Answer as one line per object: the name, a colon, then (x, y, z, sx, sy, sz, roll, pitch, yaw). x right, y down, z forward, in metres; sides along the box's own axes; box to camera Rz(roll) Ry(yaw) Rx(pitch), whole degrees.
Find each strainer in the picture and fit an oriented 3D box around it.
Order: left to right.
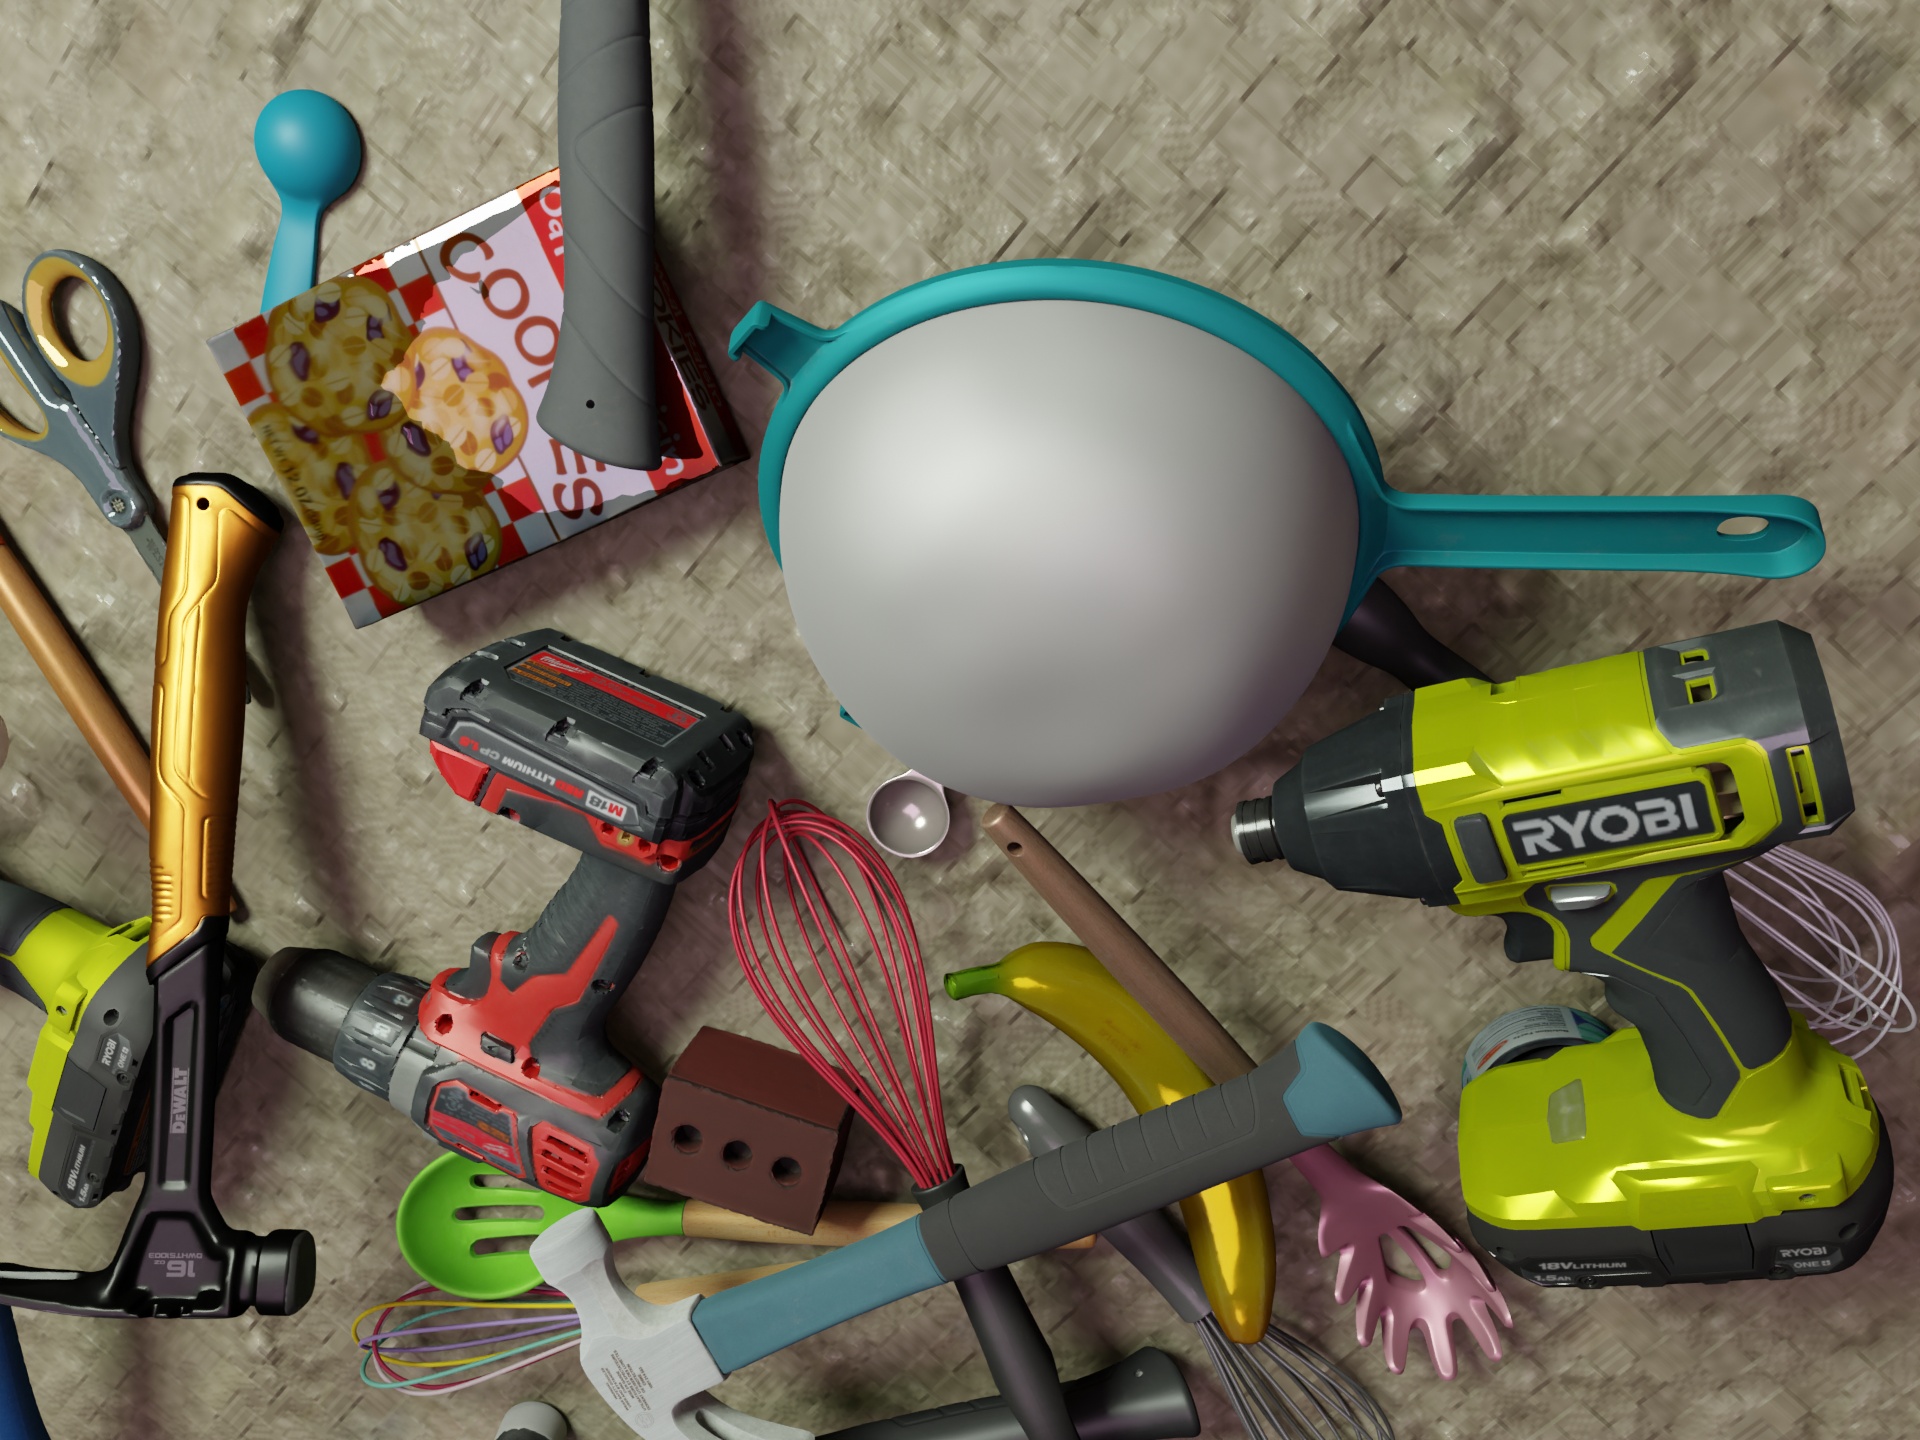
strainer: (0.093, -0.033, 0.502, 0.340, 0.095, 0.210, 2, 140, 12)

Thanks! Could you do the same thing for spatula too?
spatula: (-0.409, -0.049, 0.681, 0.081, 0.041, 0.322, -26, 100, 15)

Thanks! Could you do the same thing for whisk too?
whisk: (-0.167, 0.271, 0.727, 0.245, 0.051, 0.047, -11, 97, 10)
whisk: (-0.018, 0.167, 0.639, 0.073, 0.073, 0.296, -24, 92, 16)
whisk: (0.101, 0.245, 0.669, 0.055, 0.055, 0.239, -41, 91, 18)
whisk: (0.225, 0.023, 0.579, 0.284, 0.070, 0.070, 39, 108, 3)

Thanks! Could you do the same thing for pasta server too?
pasta server: (0.111, 0.145, 0.609, 0.060, 0.040, 0.316, -34, 112, 22)

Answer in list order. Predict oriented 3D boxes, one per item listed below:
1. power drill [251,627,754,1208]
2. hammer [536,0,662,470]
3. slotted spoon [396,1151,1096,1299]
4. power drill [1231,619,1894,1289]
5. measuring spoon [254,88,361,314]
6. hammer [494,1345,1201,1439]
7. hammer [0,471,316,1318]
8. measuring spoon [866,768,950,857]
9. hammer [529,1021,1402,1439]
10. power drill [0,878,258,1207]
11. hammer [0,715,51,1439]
power drill: (-0.195, 0.079, 0.662, 0.188, 0.080, 0.226, 23, 112, 8)
hammer: (-0.115, -0.291, 0.537, 0.149, 0.036, 0.409, 2, 98, 7)
slotted spoon: (-0.097, 0.224, 0.707, 0.314, 0.031, 0.070, -1, 84, 8)
power drill: (0.199, 0.082, 0.512, 0.171, 0.080, 0.223, -14, 121, 26)
measuring spoon: (-0.268, -0.183, 0.627, 0.042, 0.021, 0.128, 19, 108, 4)
hammer: (-0.062, 0.328, 0.688, 0.335, 0.146, 0.035, -14, 106, 5)
hammer: (-0.318, 0.067, 0.641, 0.127, 0.034, 0.337, 2, 86, -5)
measuring spoon: (-0.001, -0.002, 0.637, 0.034, 0.018, 0.124, 26, 101, 0)
hammer: (0.002, 0.191, 0.596, 0.331, 0.033, 0.128, -26, 95, 14)
power drill: (-0.452, 0.118, 0.718, 0.228, 0.080, 0.190, 29, 113, 3)
hammer: (-0.439, 0.167, 0.672, 0.144, 0.035, 0.405, 11, 114, 14)
